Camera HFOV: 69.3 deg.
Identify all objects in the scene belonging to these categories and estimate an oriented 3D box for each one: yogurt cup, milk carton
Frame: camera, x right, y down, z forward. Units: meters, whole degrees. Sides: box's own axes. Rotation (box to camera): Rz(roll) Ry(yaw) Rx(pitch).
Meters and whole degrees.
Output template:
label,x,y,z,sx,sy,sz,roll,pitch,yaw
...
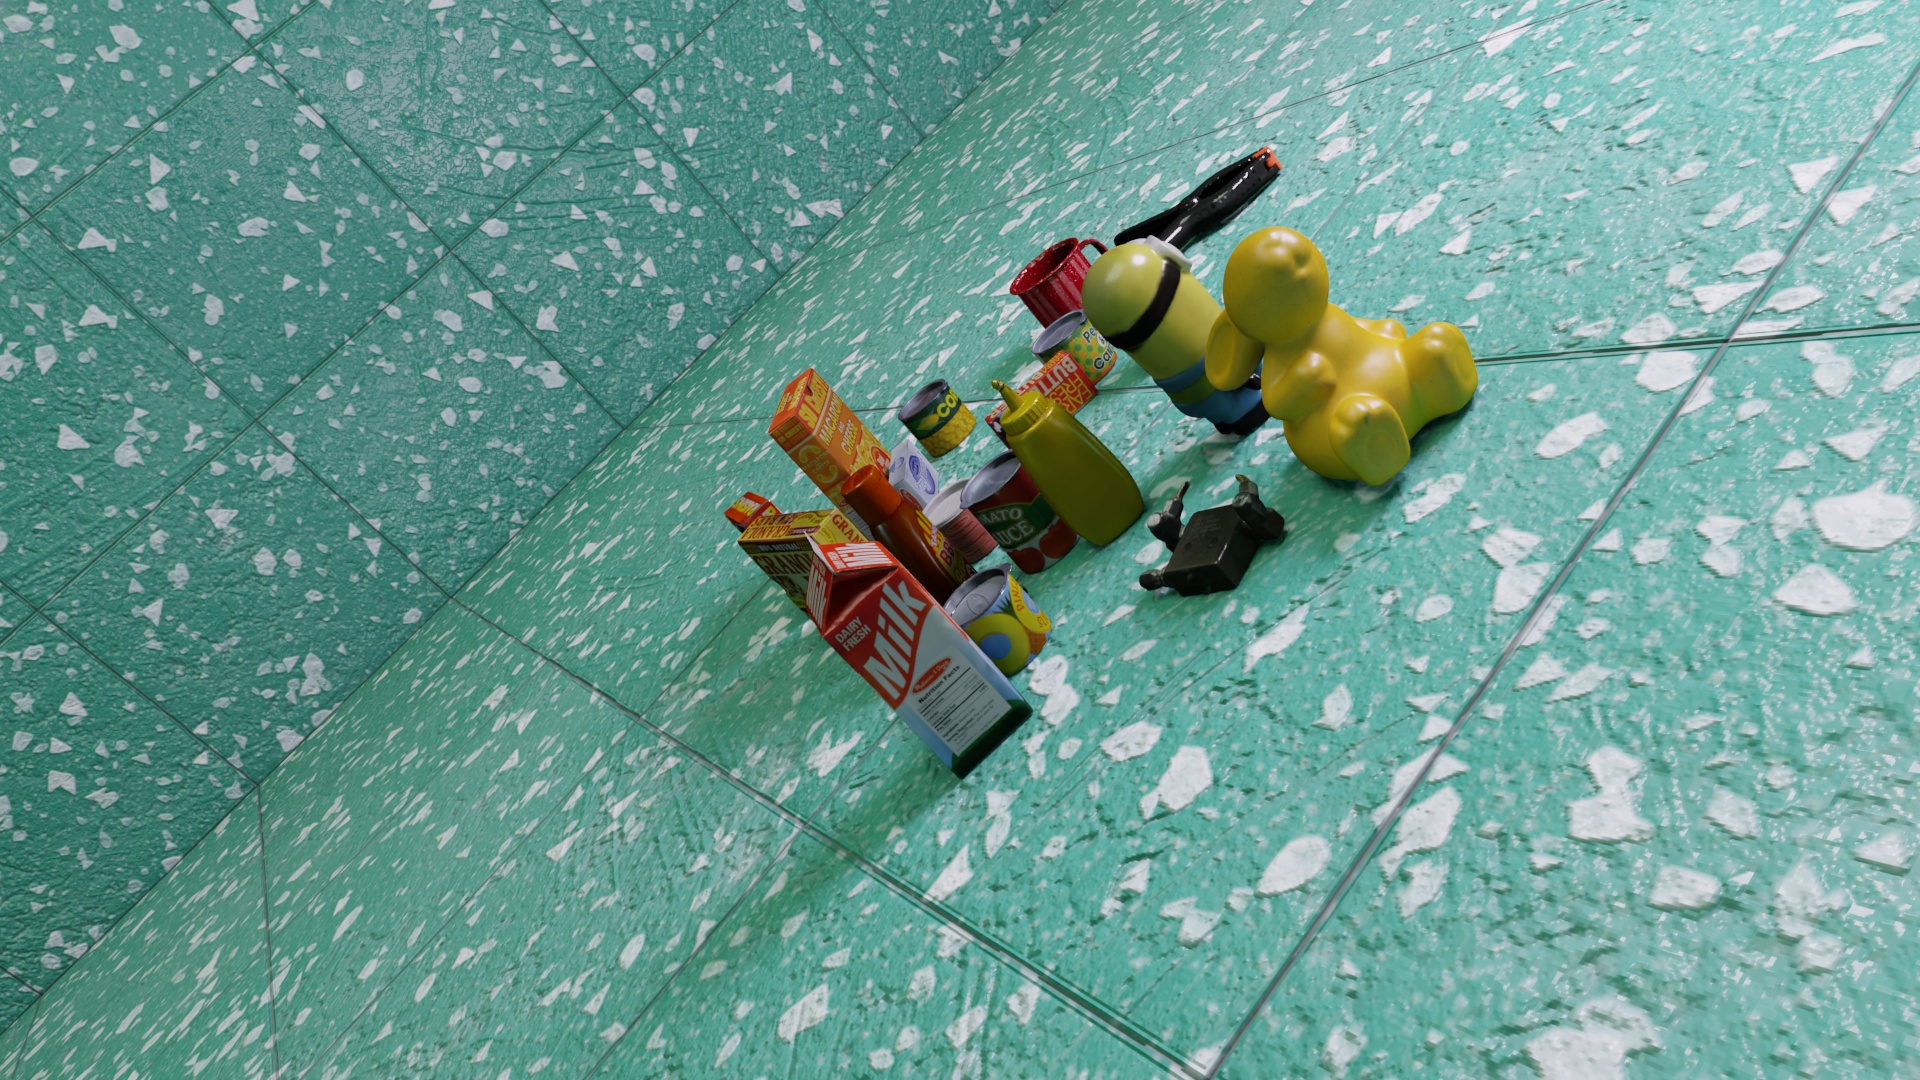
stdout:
label,x,y,z,sx,sy,sz,roll,pitch,yaw
yogurt cup,0.004,-0.016,1.243,0.072,0.054,0.073,-35,22,16
milk carton,-0.042,0.069,0.968,0.073,0.190,0.072,-43,21,-3

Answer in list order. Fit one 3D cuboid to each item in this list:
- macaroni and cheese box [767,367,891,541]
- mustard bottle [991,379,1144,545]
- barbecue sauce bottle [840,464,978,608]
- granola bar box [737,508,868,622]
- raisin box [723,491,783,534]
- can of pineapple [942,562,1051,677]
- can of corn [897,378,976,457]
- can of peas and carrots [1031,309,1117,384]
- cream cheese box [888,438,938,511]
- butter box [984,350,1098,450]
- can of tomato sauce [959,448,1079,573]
label,x,y,z,sx,sy,sz,roll,pitch,yaw
macaroni and cheese box,-0.121,-0.088,1.441,0.040,0.166,0.124,-34,22,20
mustard bottle,0.076,-0.069,1.077,0.065,0.160,0.049,-41,21,2
barbecue sauce bottle,-0.039,0.002,1.153,0.043,0.148,0.065,-35,22,18
granola bar box,-0.122,0.029,1.274,0.039,0.124,0.165,-51,23,-23
raisin box,-0.178,0.009,1.410,0.040,0.123,0.086,-45,21,-10
can of pineapple,0.028,0.061,1.048,0.071,0.057,0.071,-35,22,16
can of corn,-0.023,-0.134,1.515,0.071,0.058,0.071,-35,22,16
can of peas and carrots,0.116,-0.188,1.383,0.071,0.058,0.071,-35,22,16
cream cheese box,-0.047,-0.060,1.418,0.024,0.053,0.104,-35,22,16
butter box,0.078,-0.130,1.340,0.103,0.053,0.024,-42,21,-2
can of tomato sauce,0.050,-0.022,1.138,0.071,0.083,0.071,-35,22,16
